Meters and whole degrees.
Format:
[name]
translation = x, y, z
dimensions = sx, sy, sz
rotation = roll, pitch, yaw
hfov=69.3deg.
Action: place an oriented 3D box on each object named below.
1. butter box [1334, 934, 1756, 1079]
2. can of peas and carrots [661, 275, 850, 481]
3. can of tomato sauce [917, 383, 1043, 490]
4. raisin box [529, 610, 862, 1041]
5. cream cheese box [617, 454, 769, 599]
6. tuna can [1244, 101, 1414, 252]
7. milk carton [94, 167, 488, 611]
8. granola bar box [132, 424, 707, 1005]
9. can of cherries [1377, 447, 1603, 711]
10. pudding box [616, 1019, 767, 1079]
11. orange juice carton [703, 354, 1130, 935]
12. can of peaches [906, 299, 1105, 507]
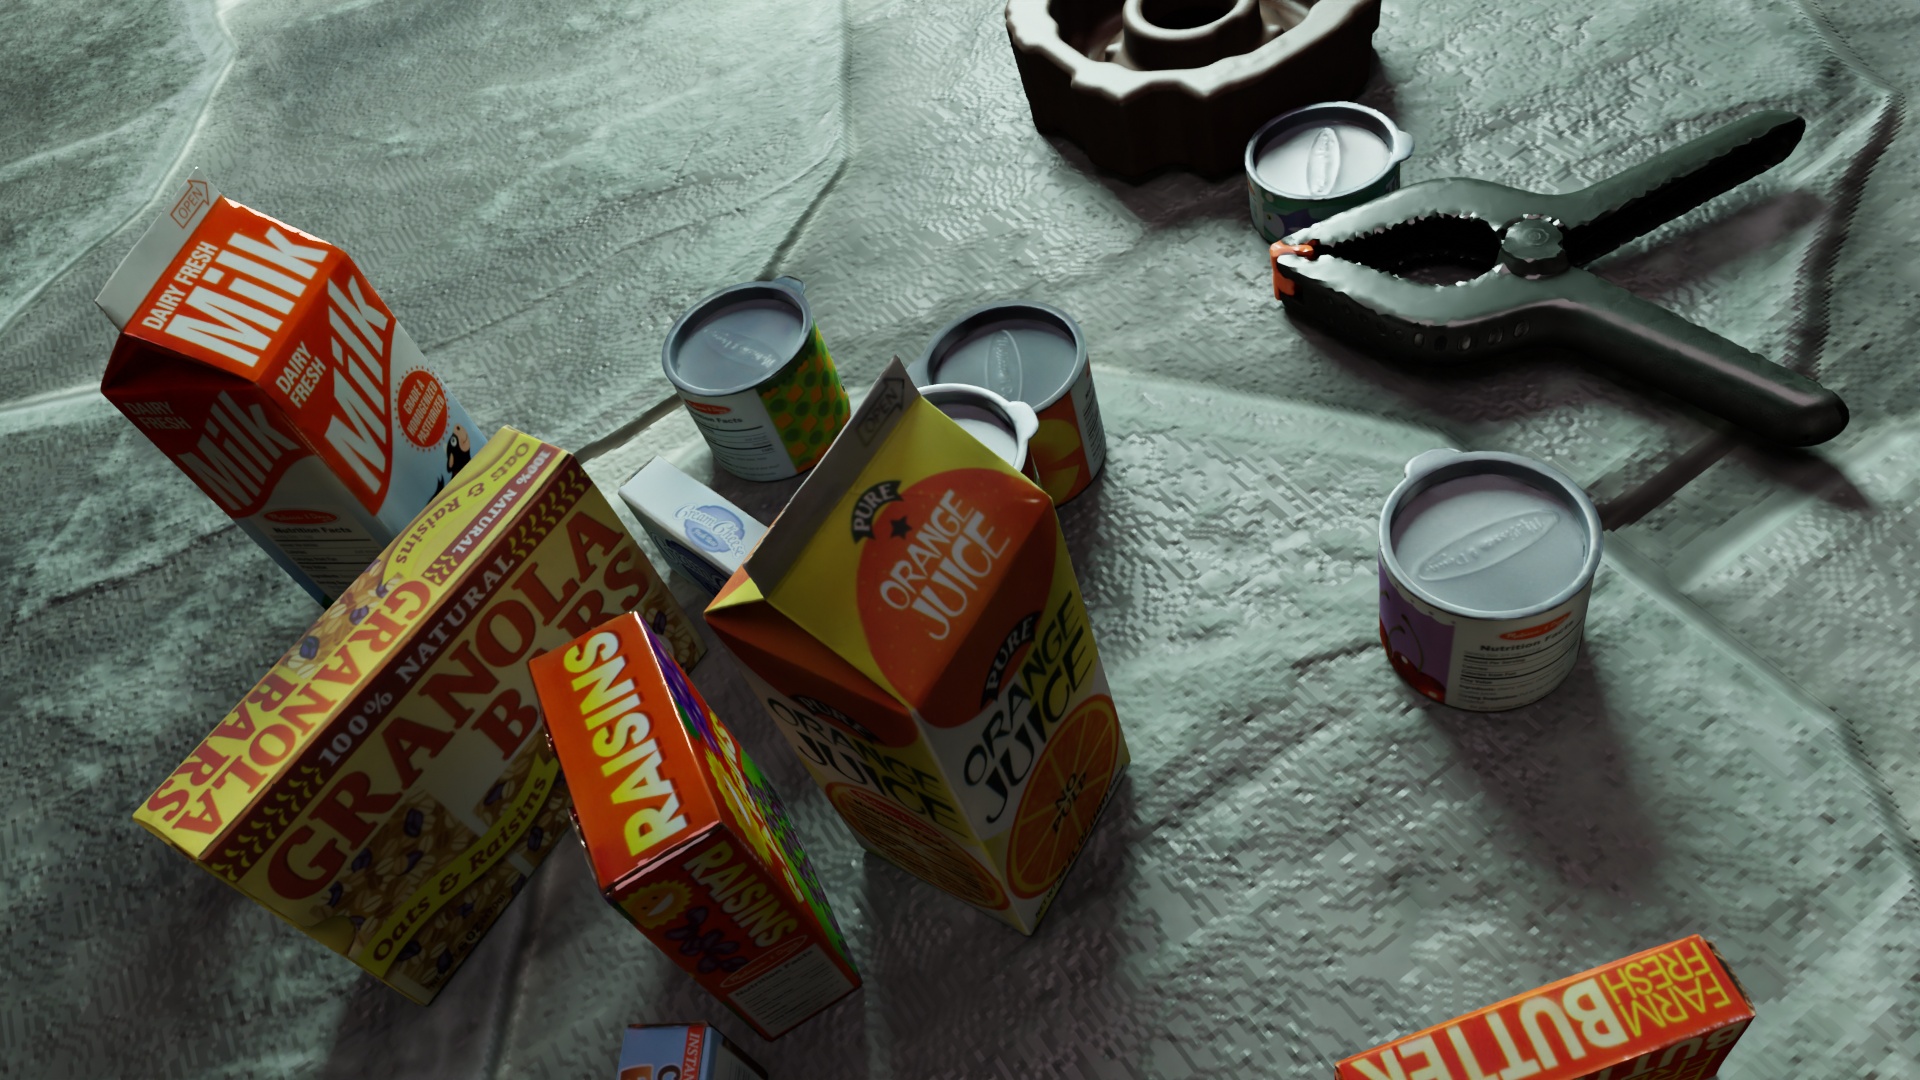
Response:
[butter box]
translation = 0.151, 0.140, 0.368
dimensions = 0.103, 0.053, 0.024
rotation = -20, 50, 1
[can of peas and carrots]
translation = -0.085, -0.070, 0.598
dimensions = 0.071, 0.058, 0.071
rotation = -8, 51, 11
[can of tomato sauce]
translation = 0.002, -0.006, 0.507
dimensions = 0.071, 0.082, 0.071
rotation = -8, 51, 11
[raisin box]
translation = -0.080, 0.091, 0.430
dimensions = 0.040, 0.123, 0.086
rotation = -28, 51, -5
[cream cheese box]
translation = -0.086, 0.010, 0.540
dimensions = 0.104, 0.053, 0.024
rotation = 31, 67, 33
[tuna can]
translation = 0.162, -0.159, 0.611
dimensions = 0.071, 0.032, 0.071
rotation = -8, 51, 11
[milk carton]
translation = -0.258, -0.050, 0.549
dimensions = 0.073, 0.189, 0.073
rotation = 0, 53, 17
[granola bar box]
translation = -0.171, 0.062, 0.480
dimensions = 0.039, 0.123, 0.166
rotation = 21, 62, 29
[can of cherries]
translation = 0.171, 0.012, 0.458
dimensions = 0.071, 0.058, 0.072
rotation = -8, 51, 11
[pudding box]
translation = -0.081, 0.189, 0.402
dimensions = 0.030, 0.049, 0.084
rotation = -7, 52, 12
[orange juice carton]
translation = -0.010, 0.036, 0.407
dimensions = 0.073, 0.191, 0.072
rotation = 20, 61, 29
[can of peaches]
translation = 0.020, -0.052, 0.554
dimensions = 0.071, 0.057, 0.071
rotation = -8, 51, 11
